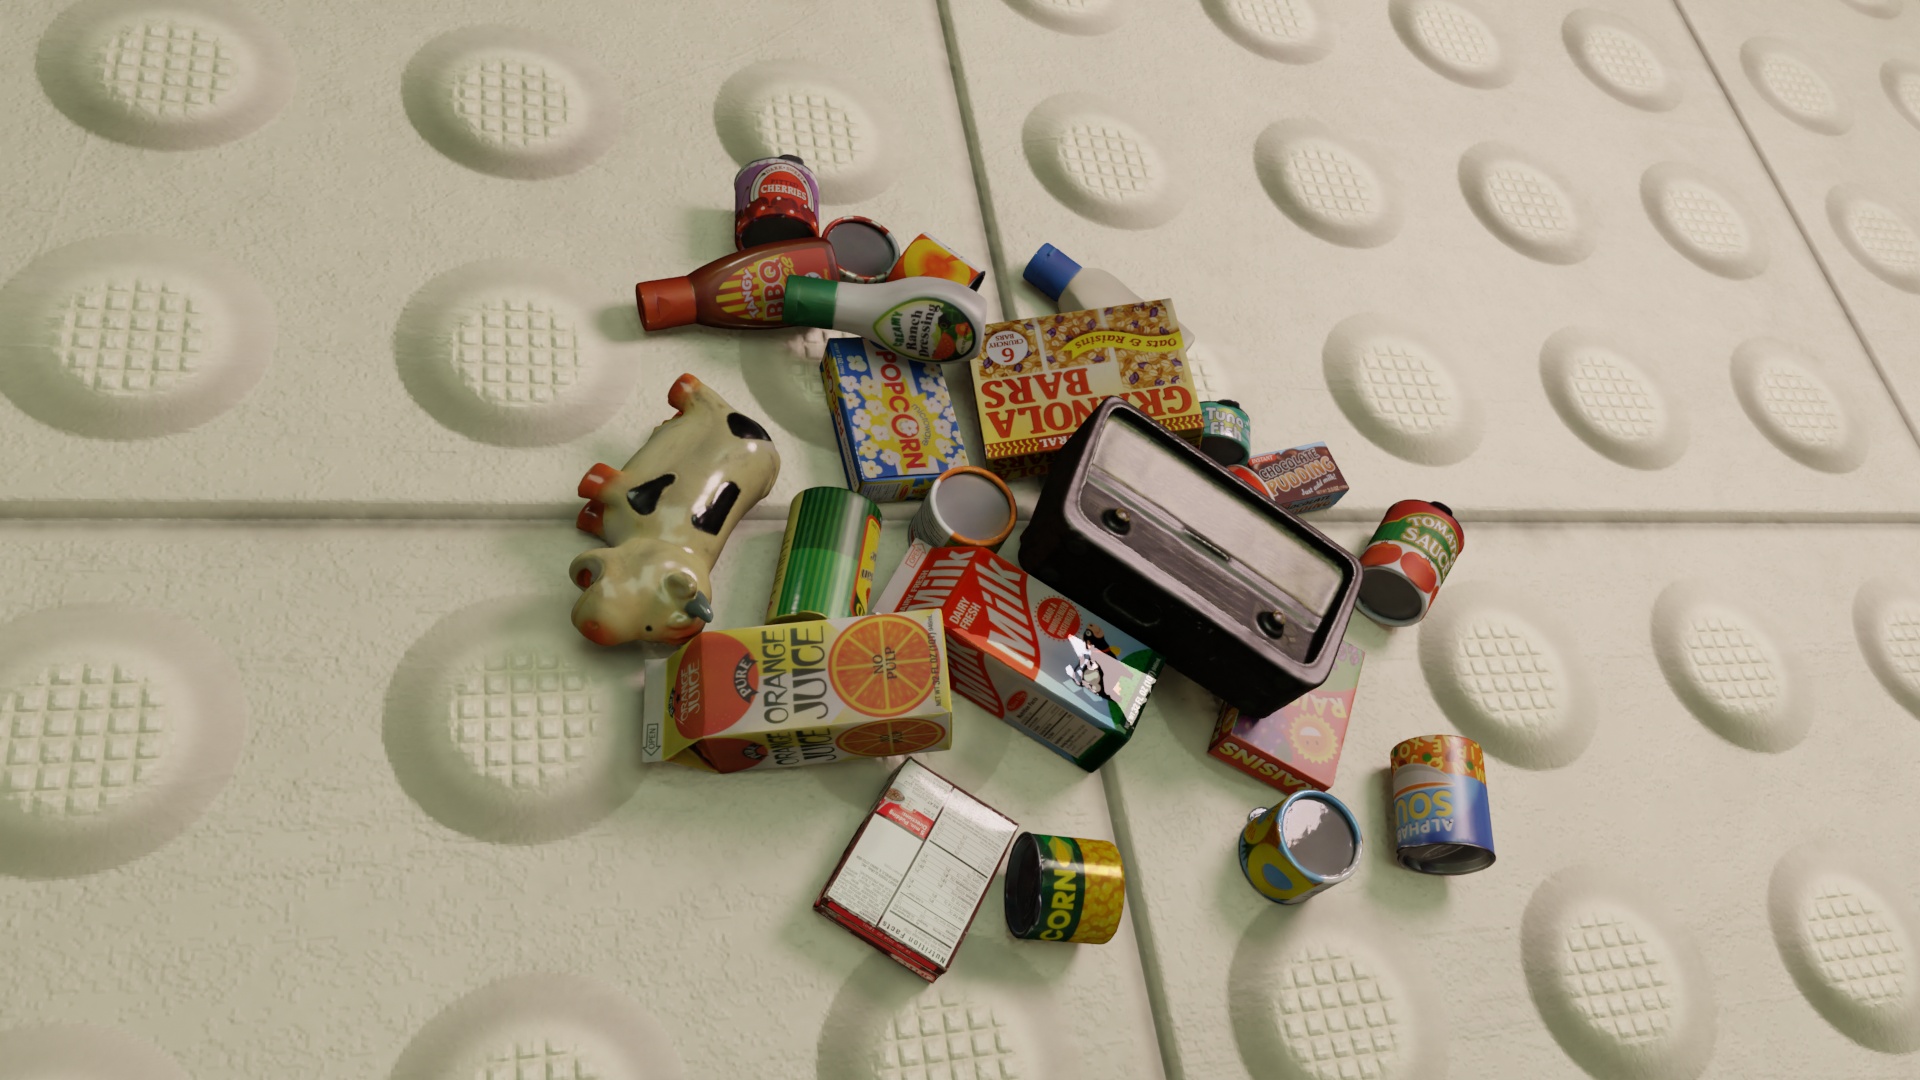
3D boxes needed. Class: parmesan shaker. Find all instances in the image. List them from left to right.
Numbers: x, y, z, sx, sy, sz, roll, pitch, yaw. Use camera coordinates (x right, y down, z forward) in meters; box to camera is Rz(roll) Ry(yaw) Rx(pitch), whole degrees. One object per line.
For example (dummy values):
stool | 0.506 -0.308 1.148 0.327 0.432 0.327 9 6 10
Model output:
parmesan shaker | -0.091 0.021 0.940 0.071 0.071 0.103 15 58 -11

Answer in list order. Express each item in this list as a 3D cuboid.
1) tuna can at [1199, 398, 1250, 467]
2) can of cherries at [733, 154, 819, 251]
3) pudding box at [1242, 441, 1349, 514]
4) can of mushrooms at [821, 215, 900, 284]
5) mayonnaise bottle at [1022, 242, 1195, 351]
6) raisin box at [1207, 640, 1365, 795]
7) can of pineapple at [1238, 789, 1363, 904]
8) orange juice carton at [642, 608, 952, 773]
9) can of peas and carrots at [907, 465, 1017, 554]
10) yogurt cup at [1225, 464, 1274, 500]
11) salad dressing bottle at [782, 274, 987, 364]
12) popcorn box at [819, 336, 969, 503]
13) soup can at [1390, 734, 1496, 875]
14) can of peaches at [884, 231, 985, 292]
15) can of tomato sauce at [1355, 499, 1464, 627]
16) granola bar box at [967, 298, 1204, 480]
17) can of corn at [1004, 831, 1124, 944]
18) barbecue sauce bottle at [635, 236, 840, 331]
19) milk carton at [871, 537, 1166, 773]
tuna can | 0.198 -0.081 1.103 0.071 0.070 0.033 12 60 -13
can of cherries | -0.143 -0.256 1.080 0.071 0.071 0.058 5 61 -17
pudding box | 0.269 -0.048 1.134 0.084 0.030 0.050 -11 65 -25
can of mushrooms | -0.085 -0.224 1.106 0.071 0.033 0.071 9 60 -15
mayonnaise bottle | 0.121 -0.191 1.157 0.148 0.041 0.065 38 55 5
raisin box | 0.241 0.119 1.024 0.086 0.040 0.124 28 55 -4
can of pineapple | 0.233 0.210 0.957 0.071 0.057 0.071 9 59 -15
orange juice carton | -0.103 0.097 0.875 0.193 0.072 0.072 -5 63 -3
can of peas and carrots | 0.004 -0.013 1.001 0.071 0.058 0.071 9 60 -15
yogurt cup | 0.205 -0.018 1.075 0.054 0.072 0.072 -27 73 -22
salad dressing bottle | -0.056 -0.167 1.024 0.148 0.064 0.044 8 38 -5
popcorn box | -0.050 -0.091 1.040 0.085 0.038 0.127 -5 64 -21
soup can | 0.345 0.190 1.003 0.071 0.071 0.084 13 58 -12
can of peaches | -0.023 -0.199 1.094 0.058 0.071 0.071 35 56 2
can of tomato sauce | 0.355 0.017 1.103 0.071 0.071 0.083 38 57 4
granola bar box | 0.093 -0.117 1.074 0.166 0.039 0.124 -8 62 -2
can of corn | 0.066 0.222 0.883 0.058 0.070 0.071 9 59 -15
barbecue sauce bottle | -0.166 -0.187 1.043 0.149 0.044 0.064 -13 109 -18
milk carton | 0.035 0.072 0.955 0.190 0.073 0.073 31 56 -1
